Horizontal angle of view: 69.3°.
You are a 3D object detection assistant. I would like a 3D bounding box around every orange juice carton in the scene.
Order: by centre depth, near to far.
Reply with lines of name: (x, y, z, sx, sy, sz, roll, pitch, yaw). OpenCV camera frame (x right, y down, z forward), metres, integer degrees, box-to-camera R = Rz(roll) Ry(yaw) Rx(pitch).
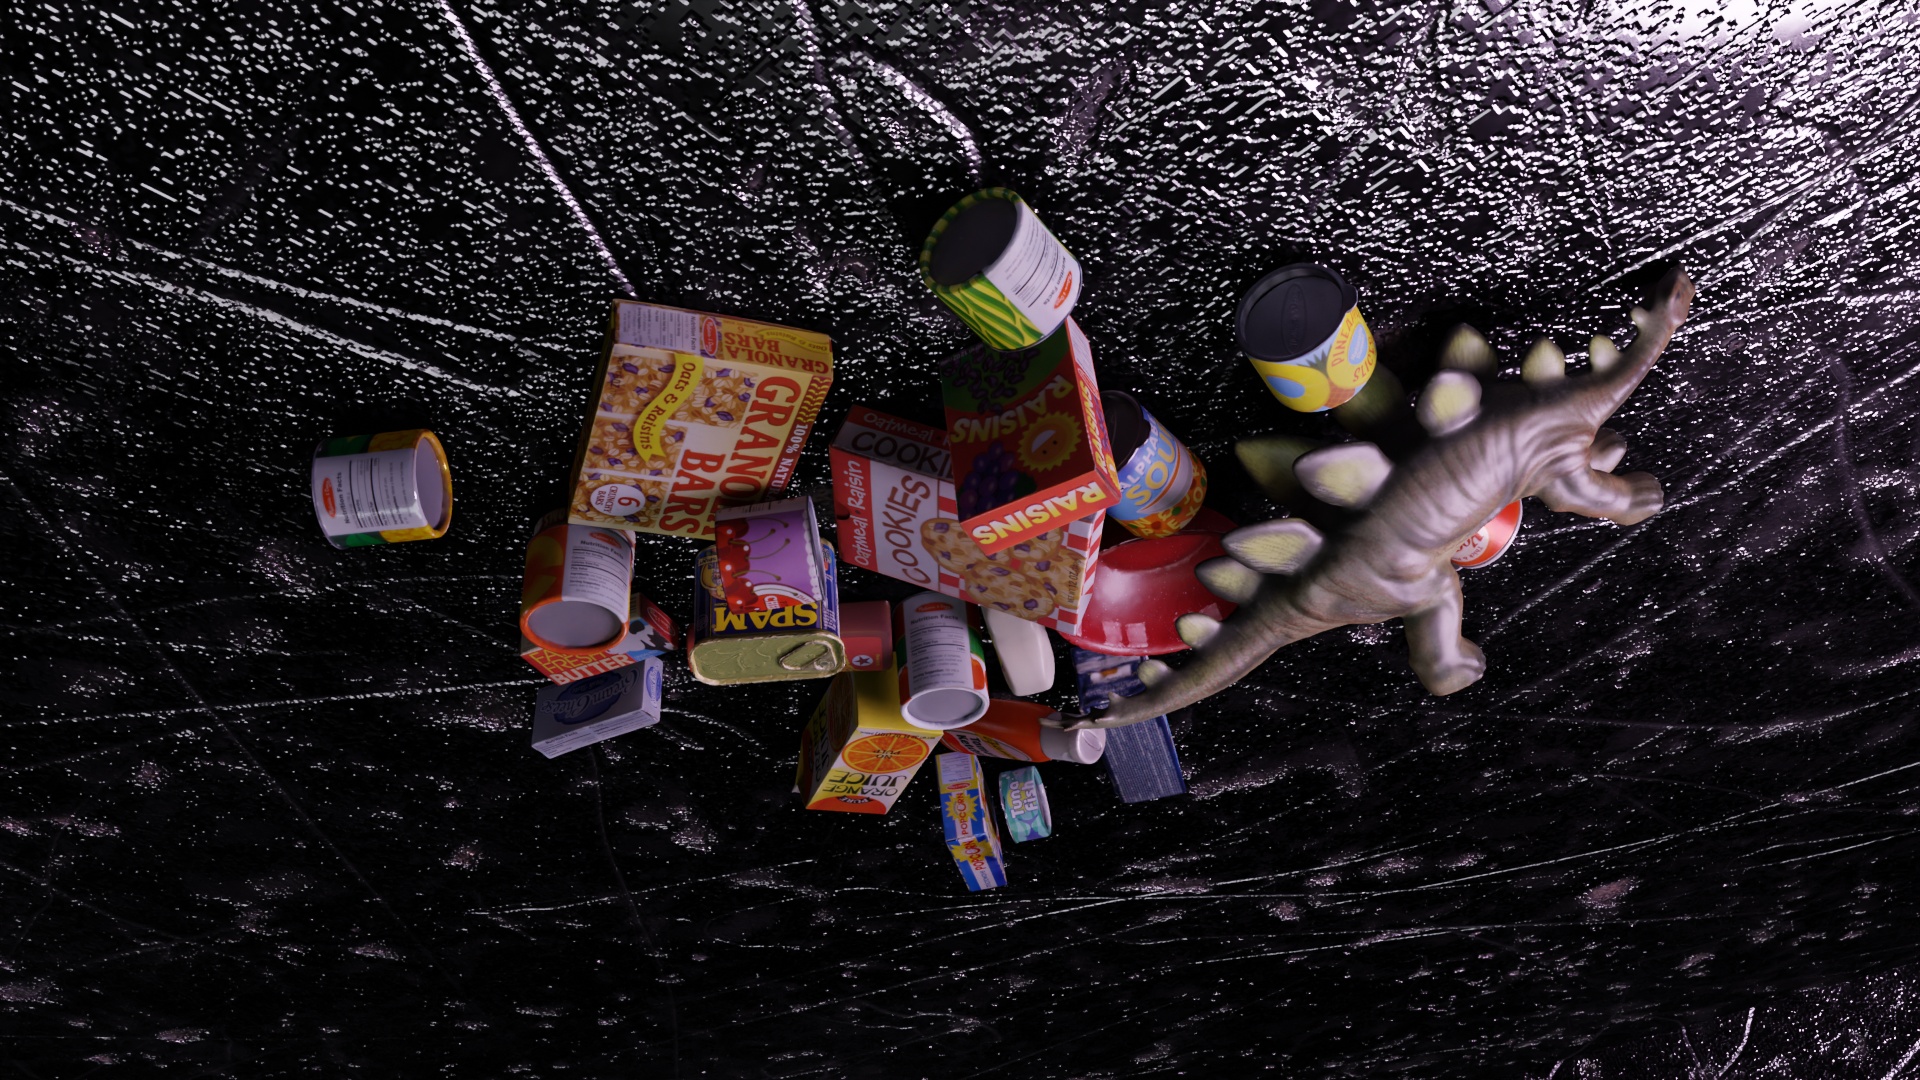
orange juice carton: (-0.081, 0.168, 1.139, 0.072, 0.073, 0.191, 8, 143, -20)

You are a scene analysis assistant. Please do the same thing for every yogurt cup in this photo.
yogurt cup: (0.342, -0.021, 0.956, 0.054, 0.073, 0.072, 23, 135, -24)

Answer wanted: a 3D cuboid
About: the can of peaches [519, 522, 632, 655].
can of peaches: (-0.242, 0.033, 0.873, 0.071, 0.058, 0.071, -5, 143, -4)

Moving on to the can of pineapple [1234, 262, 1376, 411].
can of pineapple: (0.199, -0.115, 0.793, 0.071, 0.071, 0.057, -24, 142, 22)

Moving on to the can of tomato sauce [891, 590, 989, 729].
can of tomato sauce: (-0.015, 0.090, 1.031, 0.071, 0.083, 0.070, -4, 144, -3)

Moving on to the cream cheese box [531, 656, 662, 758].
cream cheese box: (-0.277, 0.126, 1.062, 0.103, 0.053, 0.024, -19, 141, 17)

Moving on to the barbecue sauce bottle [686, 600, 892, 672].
barbecue sauce bottle: (-0.125, 0.074, 1.024, 0.149, 0.044, 0.064, -3, 145, -5)

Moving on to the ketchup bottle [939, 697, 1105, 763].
ketchup bottle: (0.047, 0.152, 1.110, 0.148, 0.044, 0.064, 0, 147, 43)

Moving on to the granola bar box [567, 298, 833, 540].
granola bar box: (-0.158, -0.065, 0.825, 0.124, 0.039, 0.164, 7, 142, -21)

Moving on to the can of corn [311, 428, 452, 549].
can of corn: (-0.340, -0.031, 0.822, 0.058, 0.071, 0.070, -6, 145, -2)

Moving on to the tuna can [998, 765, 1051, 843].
tuna can: (0.059, 0.240, 1.270, 0.033, 0.071, 0.070, -15, 144, 9)

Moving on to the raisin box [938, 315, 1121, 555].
raisin box: (0.037, -0.063, 0.790, 0.086, 0.124, 0.040, -21, 141, 18)

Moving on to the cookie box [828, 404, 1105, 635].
cookie box: (0.003, -0.011, 0.872, 0.167, 0.040, 0.122, 17, 146, 11)

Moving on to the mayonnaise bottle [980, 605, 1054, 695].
mayonnaise bottle: (0.036, 0.051, 1.007, 0.041, 0.065, 0.147, -14, 140, 6)

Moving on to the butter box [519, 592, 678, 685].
butter box: (-0.264, 0.072, 1.014, 0.103, 0.024, 0.053, -17, 143, 14)

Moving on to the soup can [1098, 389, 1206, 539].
soup can: (0.109, -0.046, 0.873, 0.071, 0.071, 0.083, -28, 140, 27)

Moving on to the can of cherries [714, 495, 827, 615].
can of cherries: (-0.115, 0.012, 0.846, 0.058, 0.072, 0.071, -9, 145, -3)

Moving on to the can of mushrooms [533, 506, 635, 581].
can of mushrooms: (-0.249, 0.007, 0.917, 0.071, 0.033, 0.070, -4, 145, -3)

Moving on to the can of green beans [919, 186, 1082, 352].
can of green beans: (0.021, -0.141, 0.726, 0.071, 0.071, 0.057, -26, 140, 25)

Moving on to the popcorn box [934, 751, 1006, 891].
popcorn box: (0.010, 0.257, 1.269, 0.038, 0.085, 0.126, -11, 144, 4)
